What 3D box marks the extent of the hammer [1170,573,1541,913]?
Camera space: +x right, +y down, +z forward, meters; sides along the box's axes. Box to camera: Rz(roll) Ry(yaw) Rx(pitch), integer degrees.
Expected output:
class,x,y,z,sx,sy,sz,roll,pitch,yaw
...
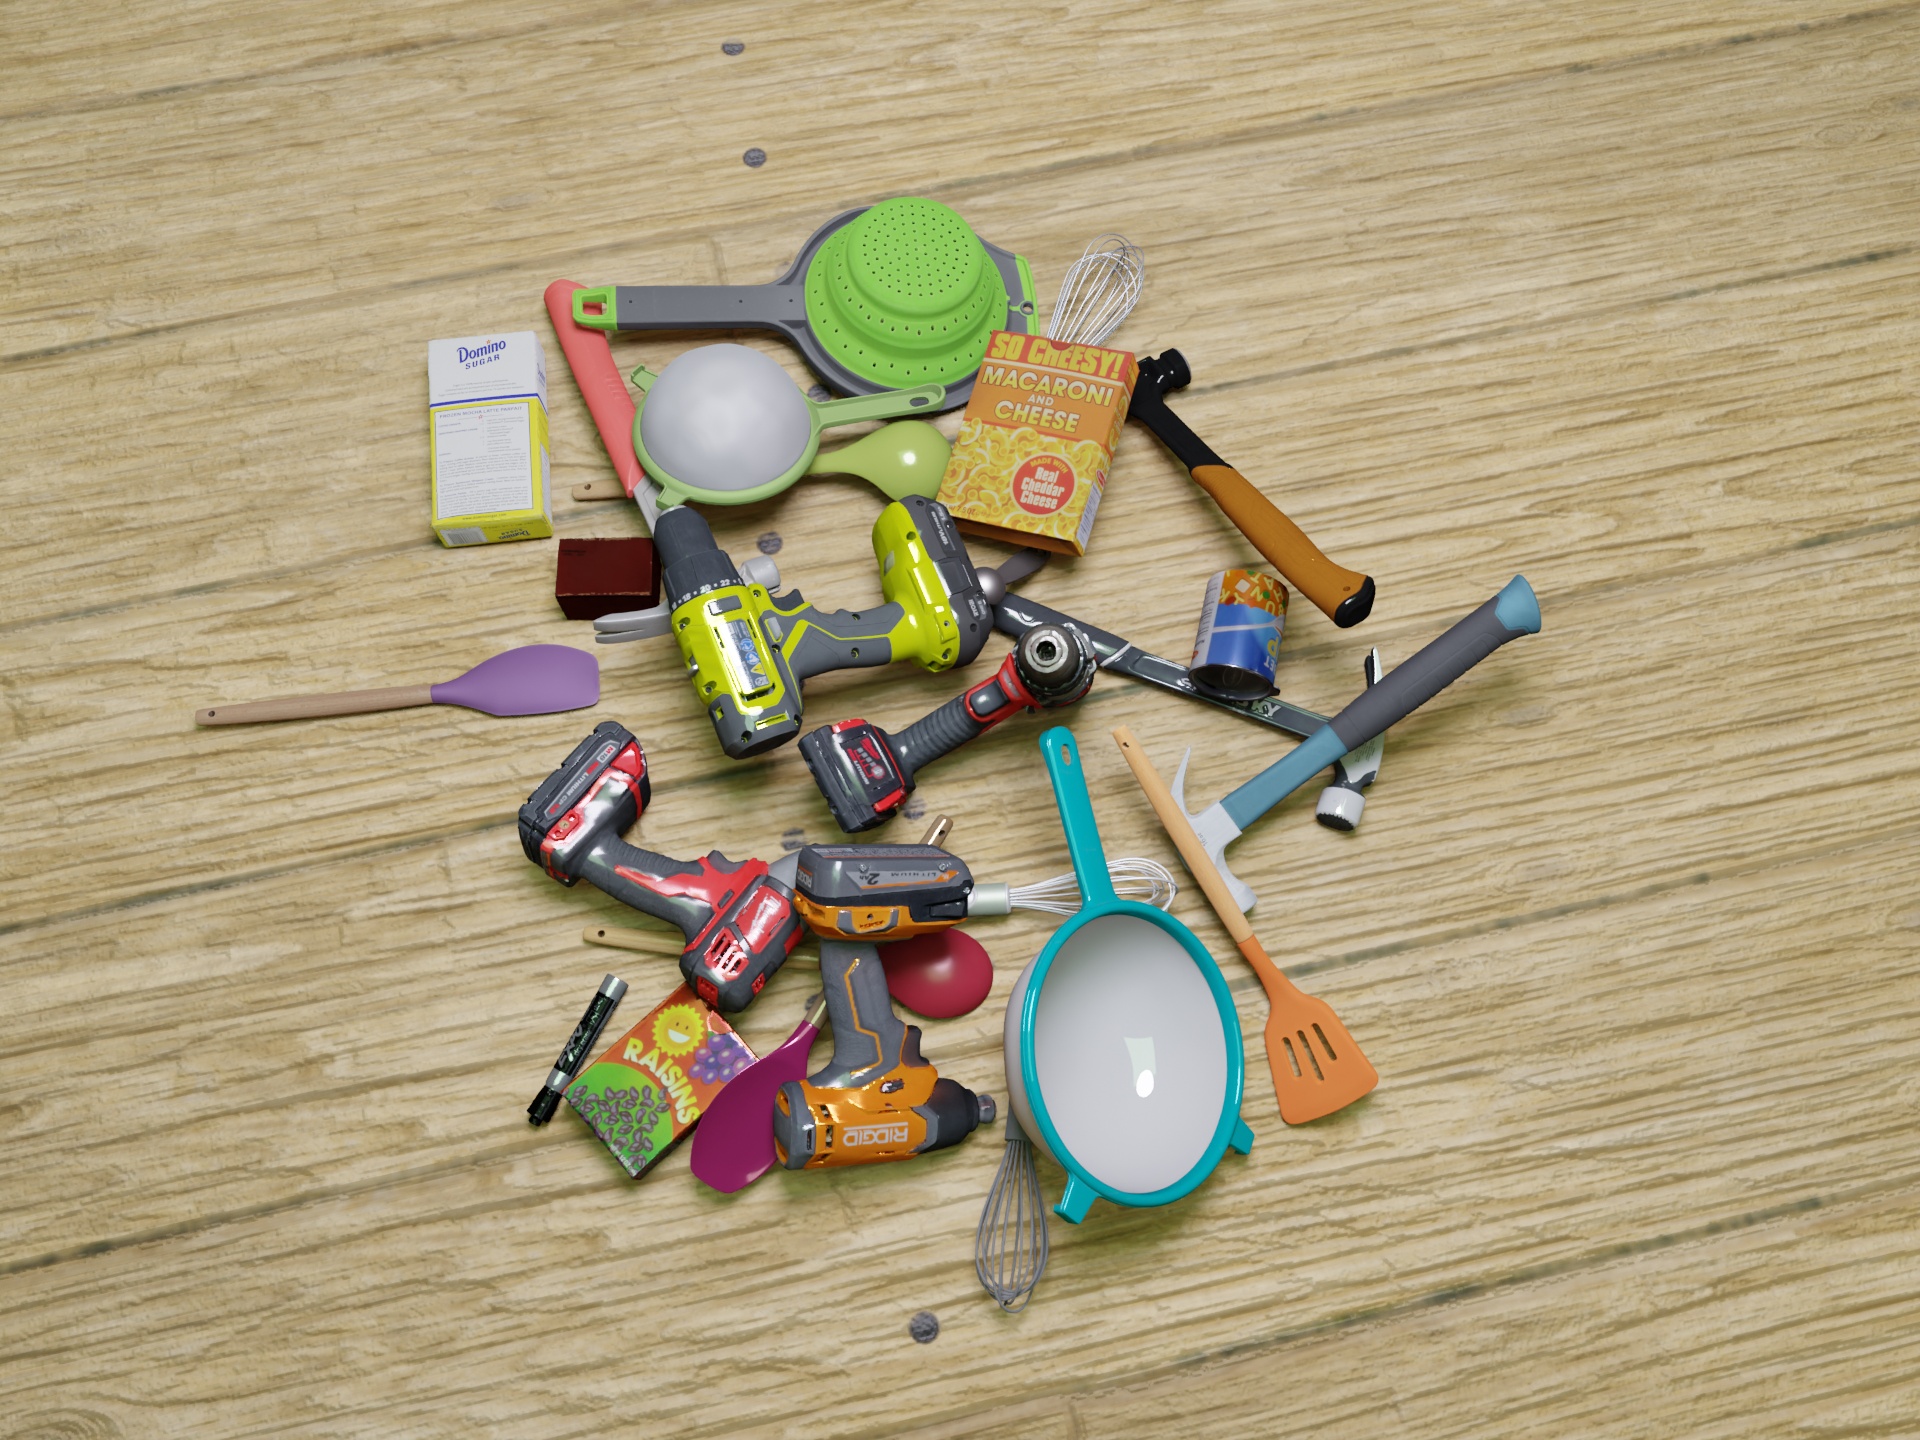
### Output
class,x,y,z,sx,sy,sz,roll,pitch,yaw
hammer,0.299,0.006,1.208,0.331,0.033,0.128,-37,85,9

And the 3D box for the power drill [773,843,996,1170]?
class,x,y,z,sx,sy,sz,roll,pitch,yaw
power drill,-0.047,0.206,1.144,0.164,0.084,0.226,2,95,-21

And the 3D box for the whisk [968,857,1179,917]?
class,x,y,z,sx,sy,sz,roll,pitch,yaw
whisk,0.044,0.136,1.217,0.246,0.059,0.058,-4,63,3

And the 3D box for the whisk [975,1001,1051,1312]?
class,x,y,z,sx,sy,sz,roll,pitch,yaw
whisk,0.046,0.307,1.165,0.055,0.055,0.239,7,68,1

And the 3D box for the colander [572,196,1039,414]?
class,x,y,z,sx,sy,sz,roll,pitch,yaw
colander,-0.123,-0.365,1.324,0.397,0.094,0.205,-3,72,-9

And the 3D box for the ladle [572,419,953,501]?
class,x,y,z,sx,sy,sz,roll,pitch,yaw
ladle,-0.163,-0.202,1.329,0.320,0.062,0.078,-6,69,4

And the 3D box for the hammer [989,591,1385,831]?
class,x,y,z,sx,sy,sz,roll,pitch,yaw
hammer,0.147,-0.051,1.284,0.409,0.036,0.149,21,72,6

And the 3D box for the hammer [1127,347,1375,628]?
class,x,y,z,sx,sy,sz,roll,pitch,yaw
hammer,0.206,-0.180,1.258,0.127,0.034,0.337,-29,51,-9

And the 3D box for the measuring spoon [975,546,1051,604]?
class,x,y,z,sx,sy,sz,roll,pitch,yaw
measuring spoon,0.045,-0.125,1.276,0.034,0.018,0.124,47,38,5

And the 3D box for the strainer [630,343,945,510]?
class,x,y,z,sx,sy,sz,roll,pitch,yaw
strainer,-0.135,-0.257,1.267,0.256,0.069,0.152,-11,60,-10

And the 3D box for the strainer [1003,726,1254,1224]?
class,x,y,z,sx,sy,sz,roll,pitch,yaw
strainer,0.085,0.178,1.151,0.211,0.095,0.340,-7,80,-40

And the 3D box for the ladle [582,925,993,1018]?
class,x,y,z,sx,sy,sz,roll,pitch,yaw
ladle,-0.132,0.179,1.212,0.315,0.031,0.069,6,74,3

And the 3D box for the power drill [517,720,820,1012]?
class,x,y,z,sx,sy,sz,roll,pitch,yaw
power drill,-0.209,0.105,1.193,0.220,0.078,0.143,34,63,11

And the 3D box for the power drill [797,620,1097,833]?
class,x,y,z,sx,sy,sz,roll,pitch,yaw
power drill,-0.002,-0.004,1.175,0.226,0.188,0.080,-29,85,4

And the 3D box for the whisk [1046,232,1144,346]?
class,x,y,z,sx,sy,sz,roll,pitch,yaw
whisk,0.074,-0.294,1.349,0.070,0.070,0.285,30,79,8

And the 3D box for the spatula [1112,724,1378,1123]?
class,x,y,z,sx,sy,sz,roll,pitch,yaw
spatula,0.200,0.145,1.192,0.081,0.041,0.322,-32,88,23

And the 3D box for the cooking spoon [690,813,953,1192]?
class,x,y,z,sx,sy,sz,roll,pitch,yaw
cooking spoon,-0.095,0.203,1.177,0.068,0.017,0.319,38,76,-20

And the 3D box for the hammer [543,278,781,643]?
class,x,y,z,sx,sy,sz,roll,pitch,yaw
hammer,-0.279,-0.222,1.293,0.149,0.036,0.359,-18,63,-19

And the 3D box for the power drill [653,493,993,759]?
class,x,y,z,sx,sy,sz,roll,pitch,yaw
power drill,-0.108,-0.092,1.201,0.228,0.080,0.191,-19,80,-25

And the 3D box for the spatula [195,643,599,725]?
class,x,y,z,sx,sy,sz,roll,pitch,yaw
spatula,-0.448,-0.021,1.272,0.316,0.018,0.060,-7,72,-4
